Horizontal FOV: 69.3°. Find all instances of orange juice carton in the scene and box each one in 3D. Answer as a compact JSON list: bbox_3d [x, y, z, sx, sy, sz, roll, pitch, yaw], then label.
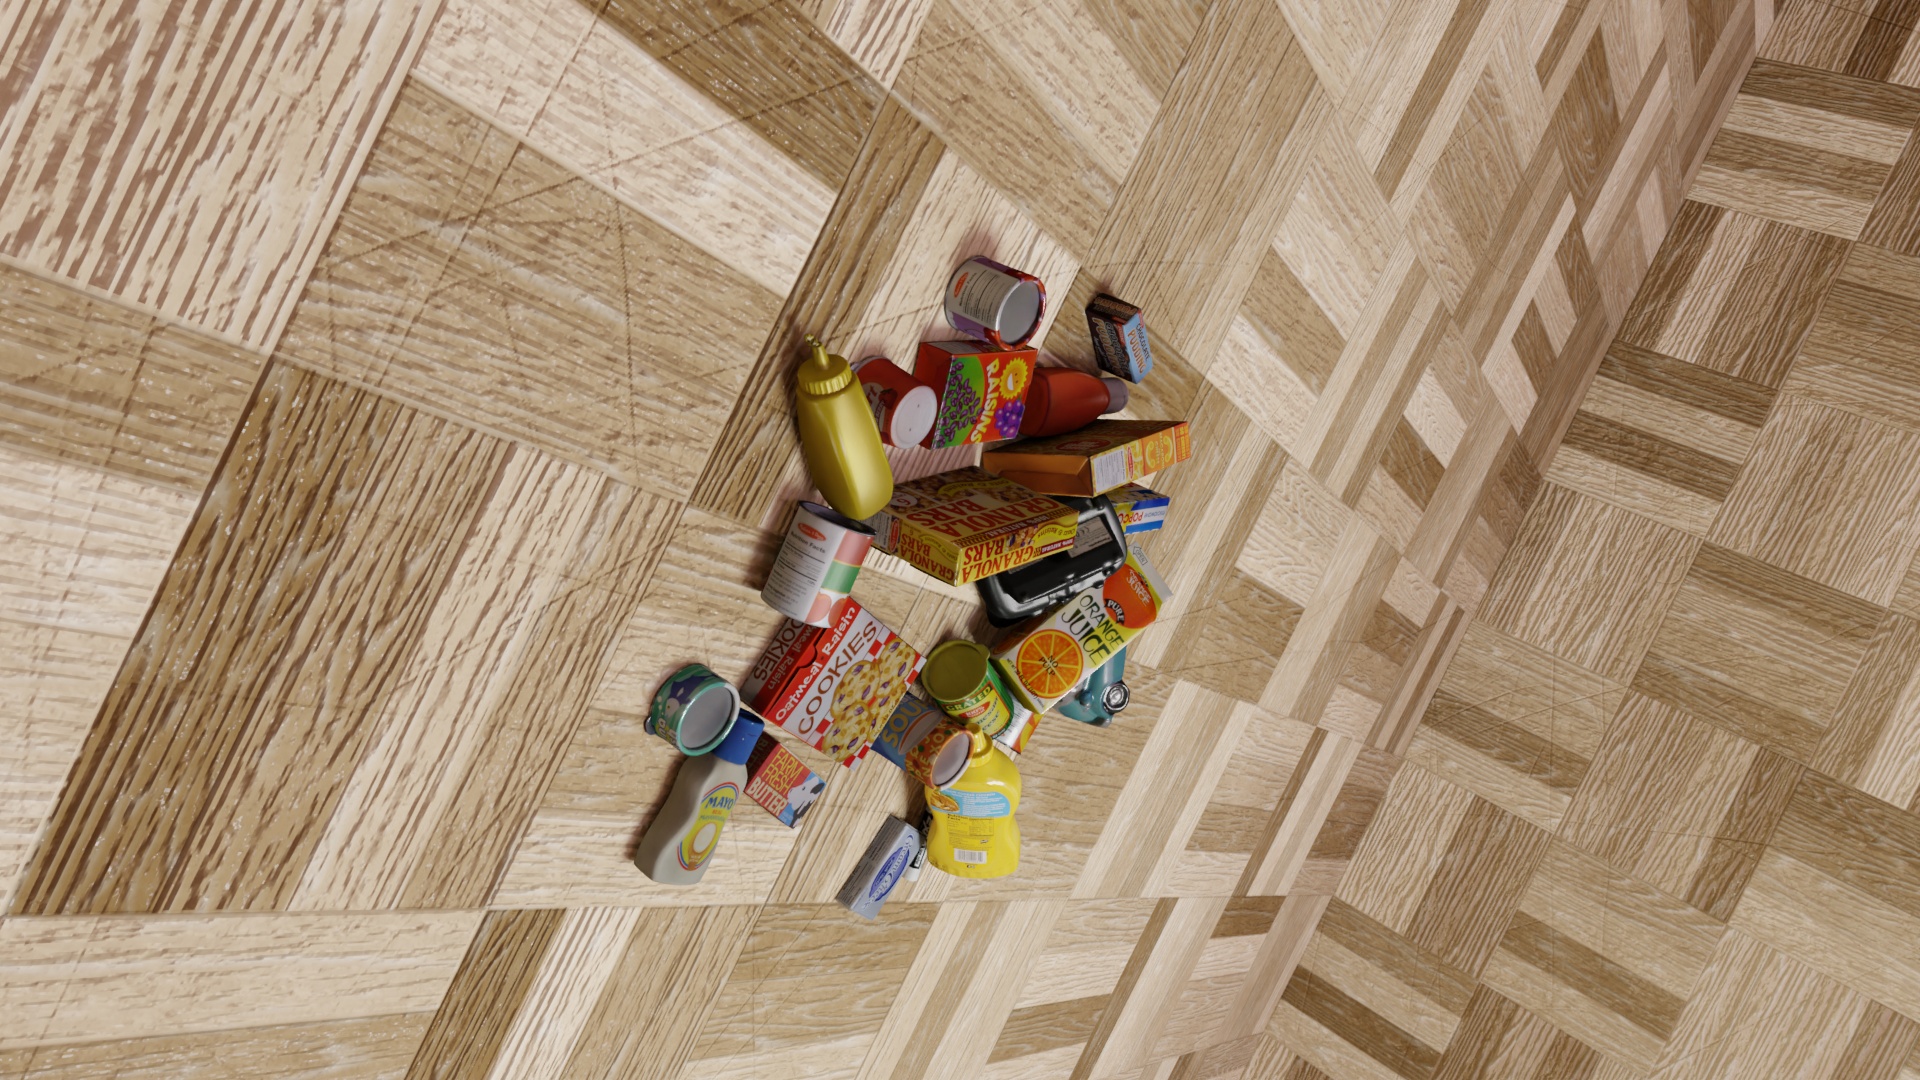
[{"bbox_3d":[0.124,0.086,1.399,0.193,0.071,0.073,-38,-173,-10],"label":"orange juice carton"}]

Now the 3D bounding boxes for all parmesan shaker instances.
[{"bbox_3d":[0.012,0.149,1.373,0.071,0.071,0.102,-52,146,-16],"label":"parmesan shaker"}]

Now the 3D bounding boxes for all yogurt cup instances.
[{"bbox_3d":[-0.056,-0.107,1.108,0.073,0.054,0.072,-35,139,-37],"label":"yogurt cup"}]

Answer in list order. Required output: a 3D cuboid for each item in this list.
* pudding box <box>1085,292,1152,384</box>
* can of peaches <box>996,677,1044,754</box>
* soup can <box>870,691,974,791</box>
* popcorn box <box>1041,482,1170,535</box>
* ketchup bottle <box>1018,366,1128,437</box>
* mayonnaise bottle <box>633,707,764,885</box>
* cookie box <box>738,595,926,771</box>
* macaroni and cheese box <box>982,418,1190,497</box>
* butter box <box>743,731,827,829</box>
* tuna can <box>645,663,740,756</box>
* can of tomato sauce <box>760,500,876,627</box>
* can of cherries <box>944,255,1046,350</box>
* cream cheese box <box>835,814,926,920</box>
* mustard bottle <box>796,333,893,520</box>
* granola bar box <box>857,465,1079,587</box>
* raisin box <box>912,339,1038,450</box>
[{"bbox_3d":[0.155,-0.195,1.345,0.030,0.050,0.083,-47,145,-20],"label":"pudding box"},{"bbox_3d":[0.049,0.183,1.456,0.058,0.071,0.071,-59,147,-7],"label":"can of peaches"},{"bbox_3d":[-0.038,0.188,1.317,0.072,0.084,0.071,-33,137,-38],"label":"soup can"},{"bbox_3d":[0.144,-0.037,1.409,0.127,0.085,0.038,-8,119,-52],"label":"popcorn box"},{"bbox_3d":[0.108,-0.135,1.328,0.149,0.043,0.064,-12,118,-51],"label":"ketchup bottle"},{"bbox_3d":[-0.208,0.207,1.132,0.064,0.041,0.148,25,93,-55],"label":"mayonnaise bottle"},{"bbox_3d":[-0.108,0.120,1.212,0.123,0.040,0.167,-57,147,-9],"label":"cookie box"},{"bbox_3d":[0.121,-0.080,1.309,0.167,0.123,0.040,-21,110,-47],"label":"macaroni and cheese box"},{"bbox_3d":[-0.160,0.211,1.219,0.053,0.024,0.103,-54,147,-14],"label":"butter box"},{"bbox_3d":[-0.209,0.134,1.087,0.071,0.033,0.070,-34,138,-38],"label":"tuna can"},{"bbox_3d":[-0.113,0.019,1.108,0.071,0.071,0.083,13,103,-57],"label":"can of tomato sauce"},{"bbox_3d":[0.031,-0.198,1.161,0.072,0.058,0.071,-33,137,-37],"label":"can of cherries"},{"bbox_3d":[-0.080,0.335,1.420,0.104,0.024,0.053,-56,147,-11],"label":"cream cheese box"},{"bbox_3d":[-0.093,-0.091,1.060,0.049,0.065,0.159,-37,136,-28],"label":"mustard bottle"},{"bbox_3d":[0.004,-0.015,1.194,0.166,0.124,0.039,-17,124,-48],"label":"granola bar box"},{"bbox_3d":[0.009,-0.129,1.198,0.124,0.040,0.085,-13,122,-51],"label":"raisin box"}]
